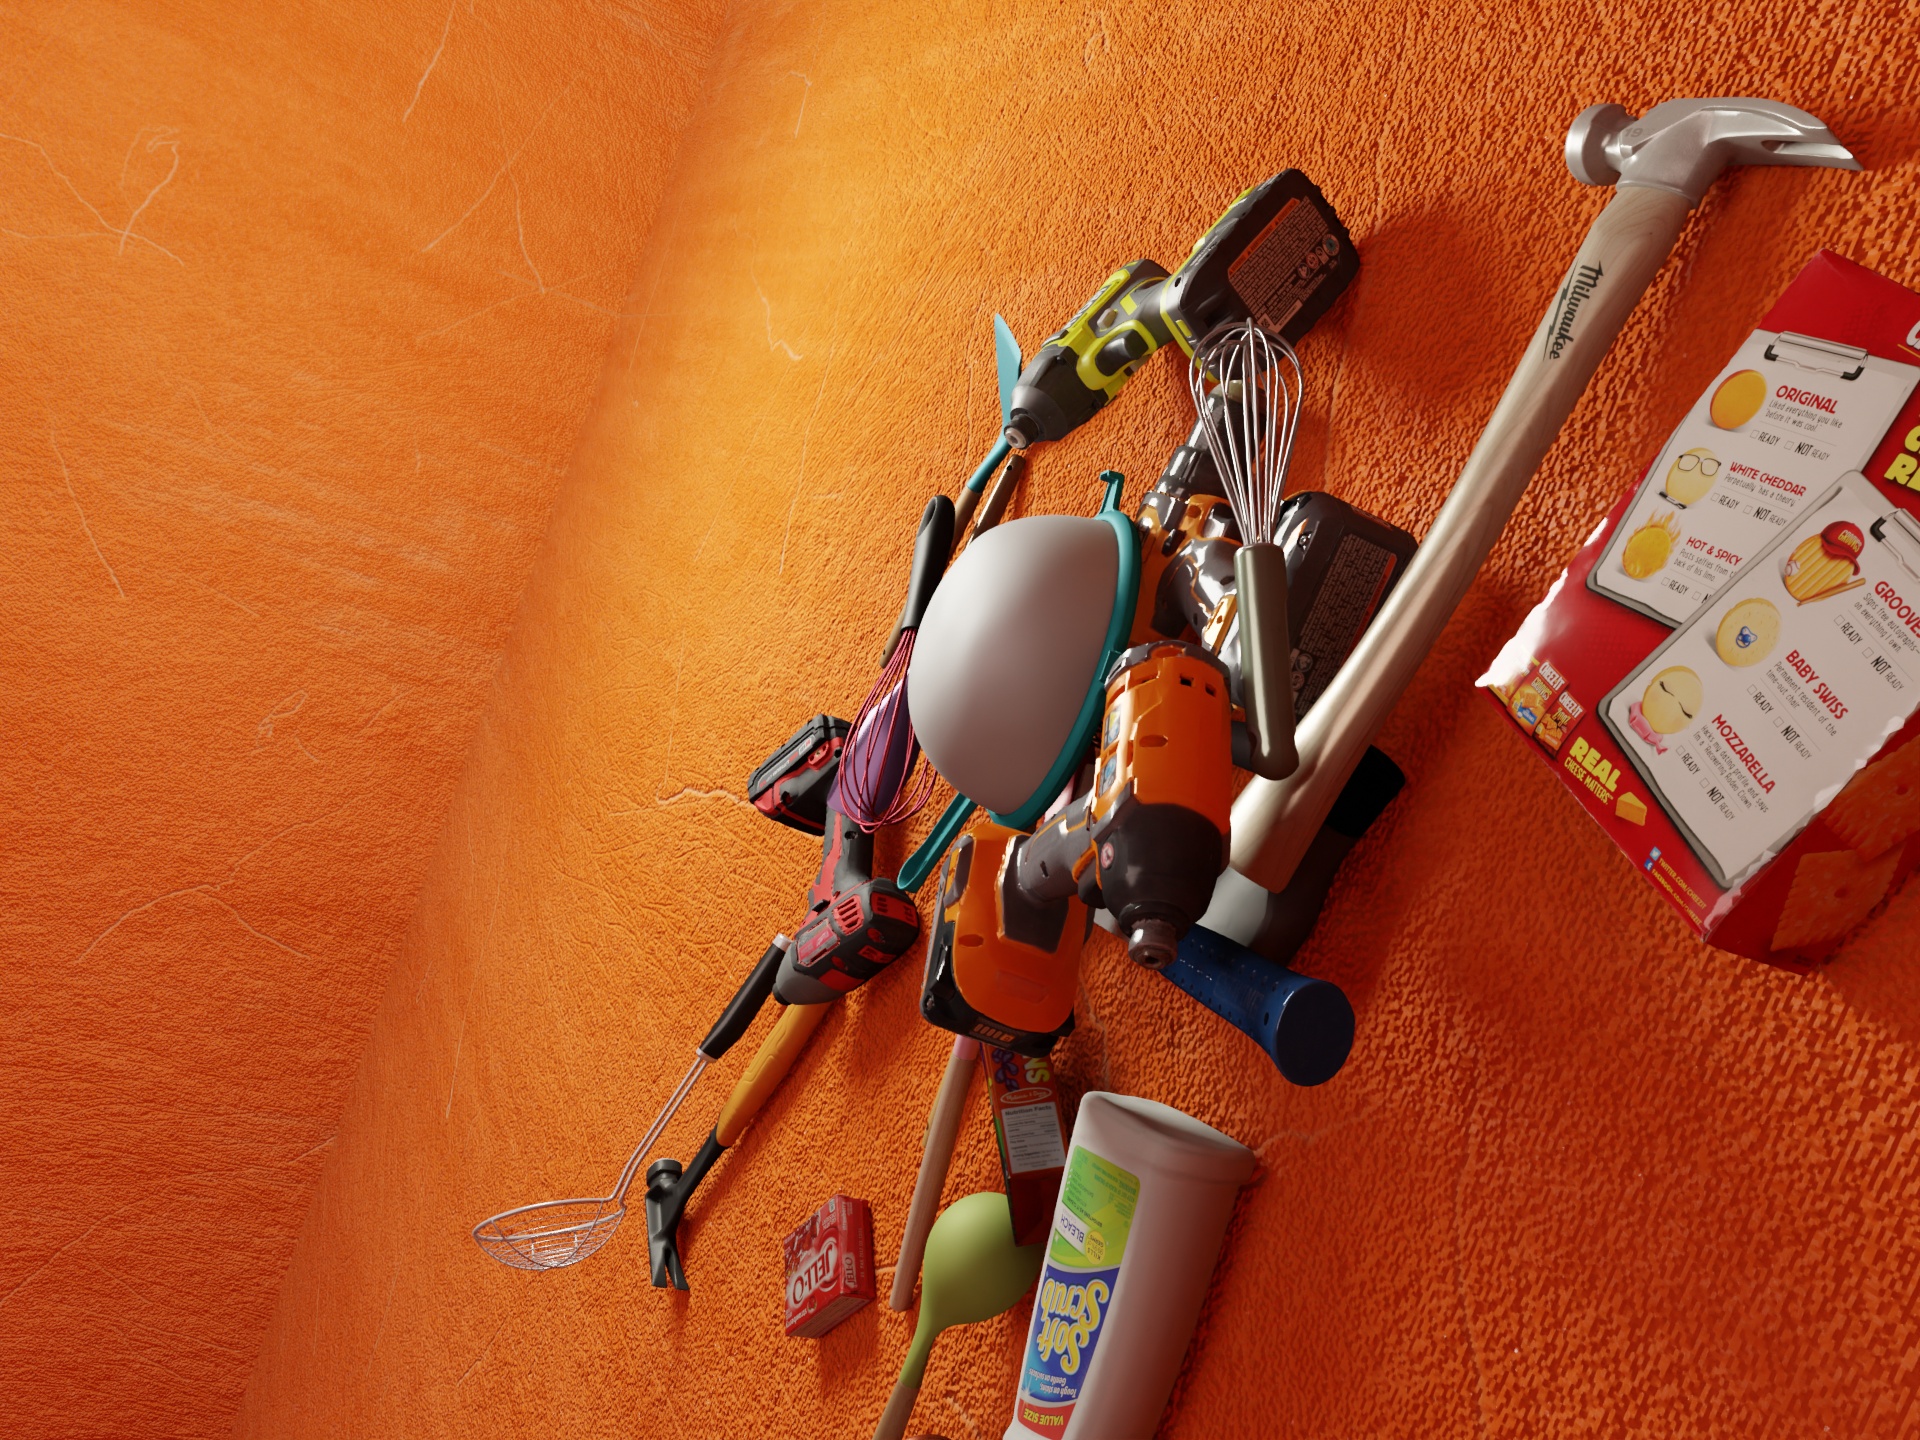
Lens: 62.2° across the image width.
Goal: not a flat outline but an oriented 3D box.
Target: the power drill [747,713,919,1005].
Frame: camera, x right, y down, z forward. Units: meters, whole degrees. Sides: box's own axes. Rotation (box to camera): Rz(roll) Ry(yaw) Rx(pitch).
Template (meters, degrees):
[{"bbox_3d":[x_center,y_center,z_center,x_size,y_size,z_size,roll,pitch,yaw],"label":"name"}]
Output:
[{"bbox_3d":[-0.106,0.117,1.268,0.143,0.078,0.220,-40,43,31],"label":"power drill"}]

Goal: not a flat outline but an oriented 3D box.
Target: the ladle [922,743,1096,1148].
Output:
[{"bbox_3d":[0.031,0.144,1.059,0.069,0.031,0.315,-129,58,-75],"label":"ladle"}]

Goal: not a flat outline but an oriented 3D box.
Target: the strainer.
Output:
[{"bbox_3d":[-0.002,-0.003,1.024,0.211,0.095,0.340,-85,20,-46],"label":"strainer"}]

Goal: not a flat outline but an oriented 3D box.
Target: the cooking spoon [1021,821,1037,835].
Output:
[{"bbox_3d":[0.051,-0.003,1.068,0.068,0.017,0.319,-47,24,44],"label":"cooking spoon"}]

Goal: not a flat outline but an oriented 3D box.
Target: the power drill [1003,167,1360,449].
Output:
[{"bbox_3d":[0.128,-0.249,1.010,0.171,0.080,0.223,-49,19,-24],"label":"power drill"}]

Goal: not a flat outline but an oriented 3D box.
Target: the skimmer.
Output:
[{"bbox_3d":[-0.274,0.323,1.370,0.090,0.127,0.363,32,84,29],"label":"skimmer"}]

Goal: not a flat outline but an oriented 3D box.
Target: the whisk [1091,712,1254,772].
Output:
[{"bbox_3d":[0.138,0.008,0.927,0.239,0.055,0.055,18,90,59],"label":"whisk"}]

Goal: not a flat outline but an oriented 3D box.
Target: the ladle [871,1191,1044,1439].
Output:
[{"bbox_3d":[-0.028,0.431,0.992,0.078,0.062,0.320,51,126,57],"label":"ladle"}]

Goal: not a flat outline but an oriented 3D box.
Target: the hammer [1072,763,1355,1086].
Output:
[{"bbox_3d":[0.104,0.108,0.827,0.405,0.035,0.144,-166,95,-79],"label":"hammer"}]

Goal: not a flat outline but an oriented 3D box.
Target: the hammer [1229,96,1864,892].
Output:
[{"bbox_3d":[0.246,-0.097,0.740,0.410,0.038,0.146,-61,29,7],"label":"hammer"}]

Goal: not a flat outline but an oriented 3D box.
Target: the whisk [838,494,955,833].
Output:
[{"bbox_3d":[-0.037,-0.048,1.193,0.073,0.073,0.296,-33,40,52],"label":"whisk"}]

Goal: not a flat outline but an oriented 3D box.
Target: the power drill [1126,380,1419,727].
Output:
[{"bbox_3d":[0.165,-0.099,0.905,0.185,0.084,0.226,-67,23,7],"label":"power drill"}]

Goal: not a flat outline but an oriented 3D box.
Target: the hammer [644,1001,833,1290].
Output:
[{"bbox_3d":[-0.187,0.334,1.345,0.336,0.034,0.127,-57,29,27],"label":"hammer"}]

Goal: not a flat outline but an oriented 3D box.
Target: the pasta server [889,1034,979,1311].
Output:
[{"bbox_3d":[-0.011,0.238,1.026,0.060,0.040,0.316,-52,-24,-77],"label":"pasta server"}]

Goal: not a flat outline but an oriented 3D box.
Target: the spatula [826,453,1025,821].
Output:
[{"bbox_3d":[-0.017,-0.067,1.238,0.060,0.018,0.316,20,80,26],"label":"spatula"}]

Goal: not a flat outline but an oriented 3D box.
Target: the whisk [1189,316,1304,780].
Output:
[{"bbox_3d":[0.148,-0.089,0.784,0.057,0.059,0.246,100,170,-72],"label":"whisk"}]

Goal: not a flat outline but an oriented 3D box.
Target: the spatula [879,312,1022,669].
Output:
[{"bbox_3d":[-0.009,-0.171,1.293,0.317,0.044,0.082,-62,28,29],"label":"spatula"}]

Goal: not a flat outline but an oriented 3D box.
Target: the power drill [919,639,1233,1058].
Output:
[{"bbox_3d":[0.059,0.084,0.793,0.226,0.084,0.164,128,158,-47],"label":"power drill"}]
